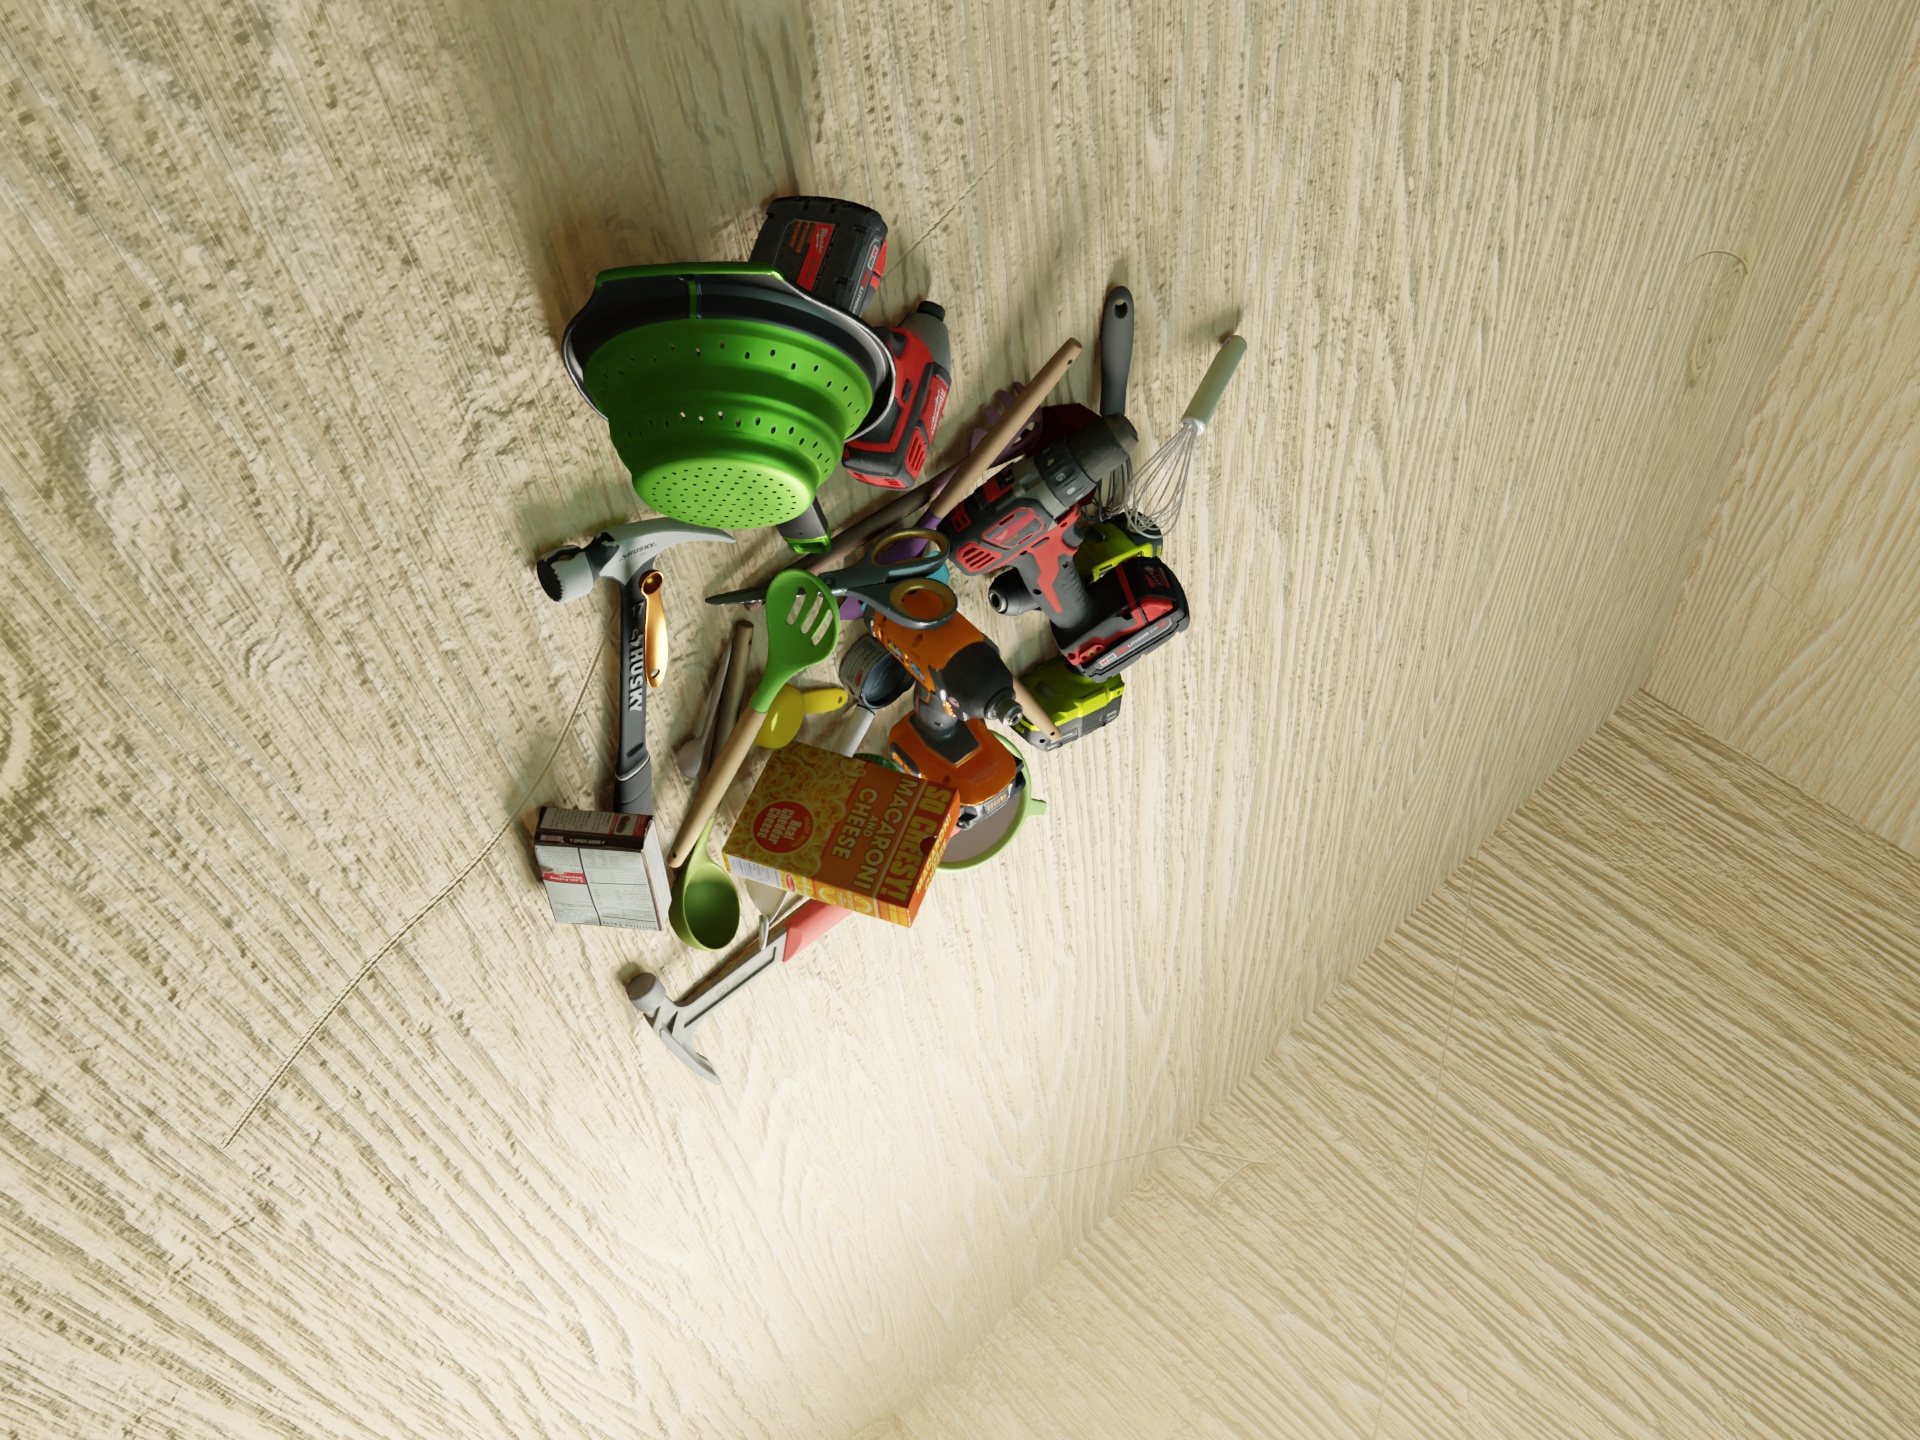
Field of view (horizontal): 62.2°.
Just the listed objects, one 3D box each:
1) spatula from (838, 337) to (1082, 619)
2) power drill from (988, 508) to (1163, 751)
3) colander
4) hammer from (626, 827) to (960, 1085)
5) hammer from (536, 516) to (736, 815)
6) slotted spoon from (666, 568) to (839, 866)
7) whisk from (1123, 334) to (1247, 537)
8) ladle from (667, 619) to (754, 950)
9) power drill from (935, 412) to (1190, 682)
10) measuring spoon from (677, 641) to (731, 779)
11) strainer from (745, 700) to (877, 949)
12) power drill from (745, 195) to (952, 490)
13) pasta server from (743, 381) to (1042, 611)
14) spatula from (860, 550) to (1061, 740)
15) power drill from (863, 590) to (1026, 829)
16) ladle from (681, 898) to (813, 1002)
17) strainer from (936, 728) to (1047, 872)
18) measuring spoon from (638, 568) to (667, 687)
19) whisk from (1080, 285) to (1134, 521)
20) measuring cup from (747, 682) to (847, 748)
[{"bbox_3d":[-0.003,-0.185,1.276,0.059,0.018,0.315,-9,148,-51],"label":"spatula"},{"bbox_3d":[0.099,-0.084,1.556,0.190,0.080,0.228,-25,140,-30],"label":"power drill"},{"bbox_3d":[-0.134,-0.156,1.049,0.396,0.204,0.094,71,19,-73],"label":"colander"},{"bbox_3d":[-0.130,0.191,1.491,0.359,0.037,0.149,-37,128,-6],"label":"hammer"},{"bbox_3d":[-0.250,0.016,1.226,0.149,0.036,0.408,-28,144,-36],"label":"hammer"},{"bbox_3d":[-0.170,0.006,1.254,0.031,0.070,0.313,-29,156,-55],"label":"slotted spoon"},{"bbox_3d":[0.213,-0.267,1.476,0.058,0.059,0.246,-23,-146,61],"label":"whisk"},{"bbox_3d":[-0.195,0.060,1.331,0.078,0.062,0.320,-45,155,-56],"label":"ladle"},{"bbox_3d":[0.111,-0.151,1.374,0.188,0.080,0.226,-34,132,18],"label":"power drill"},{"bbox_3d":[-0.206,-0.009,1.274,0.018,0.034,0.124,13,112,-17],"label":"measuring spoon"},{"bbox_3d":[-0.134,0.077,1.408,0.258,0.050,0.087,-62,-166,-15],"label":"strainer"},{"bbox_3d":[-0.067,-0.262,1.104,0.219,0.078,0.143,38,69,-66],"label":"power drill"},{"bbox_3d":[-0.049,-0.179,1.294,0.316,0.040,0.060,-35,147,-19],"label":"pasta server"},{"bbox_3d":[0.018,-0.055,1.446,0.082,0.044,0.317,-36,136,9],"label":"spatula"},{"bbox_3d":[-0.002,-0.004,1.345,0.084,0.164,0.226,-35,149,-18],"label":"power drill"},{"bbox_3d":[-0.159,0.191,1.561,0.315,0.031,0.069,-39,144,-17],"label":"ladle"},{"bbox_3d":[-0.051,0.102,1.555,0.256,0.069,0.151,-39,118,-5],"label":"strainer"},{"bbox_3d":[-0.220,-0.065,1.130,0.021,0.011,0.116,-36,153,-33],"label":"measuring spoon"},{"bbox_3d":[0.132,-0.276,1.418,0.055,0.055,0.238,-31,141,-31],"label":"whisk"},{"bbox_3d":[-0.128,-0.009,1.346,0.156,0.029,0.062,-12,120,-62],"label":"measuring cup"}]
